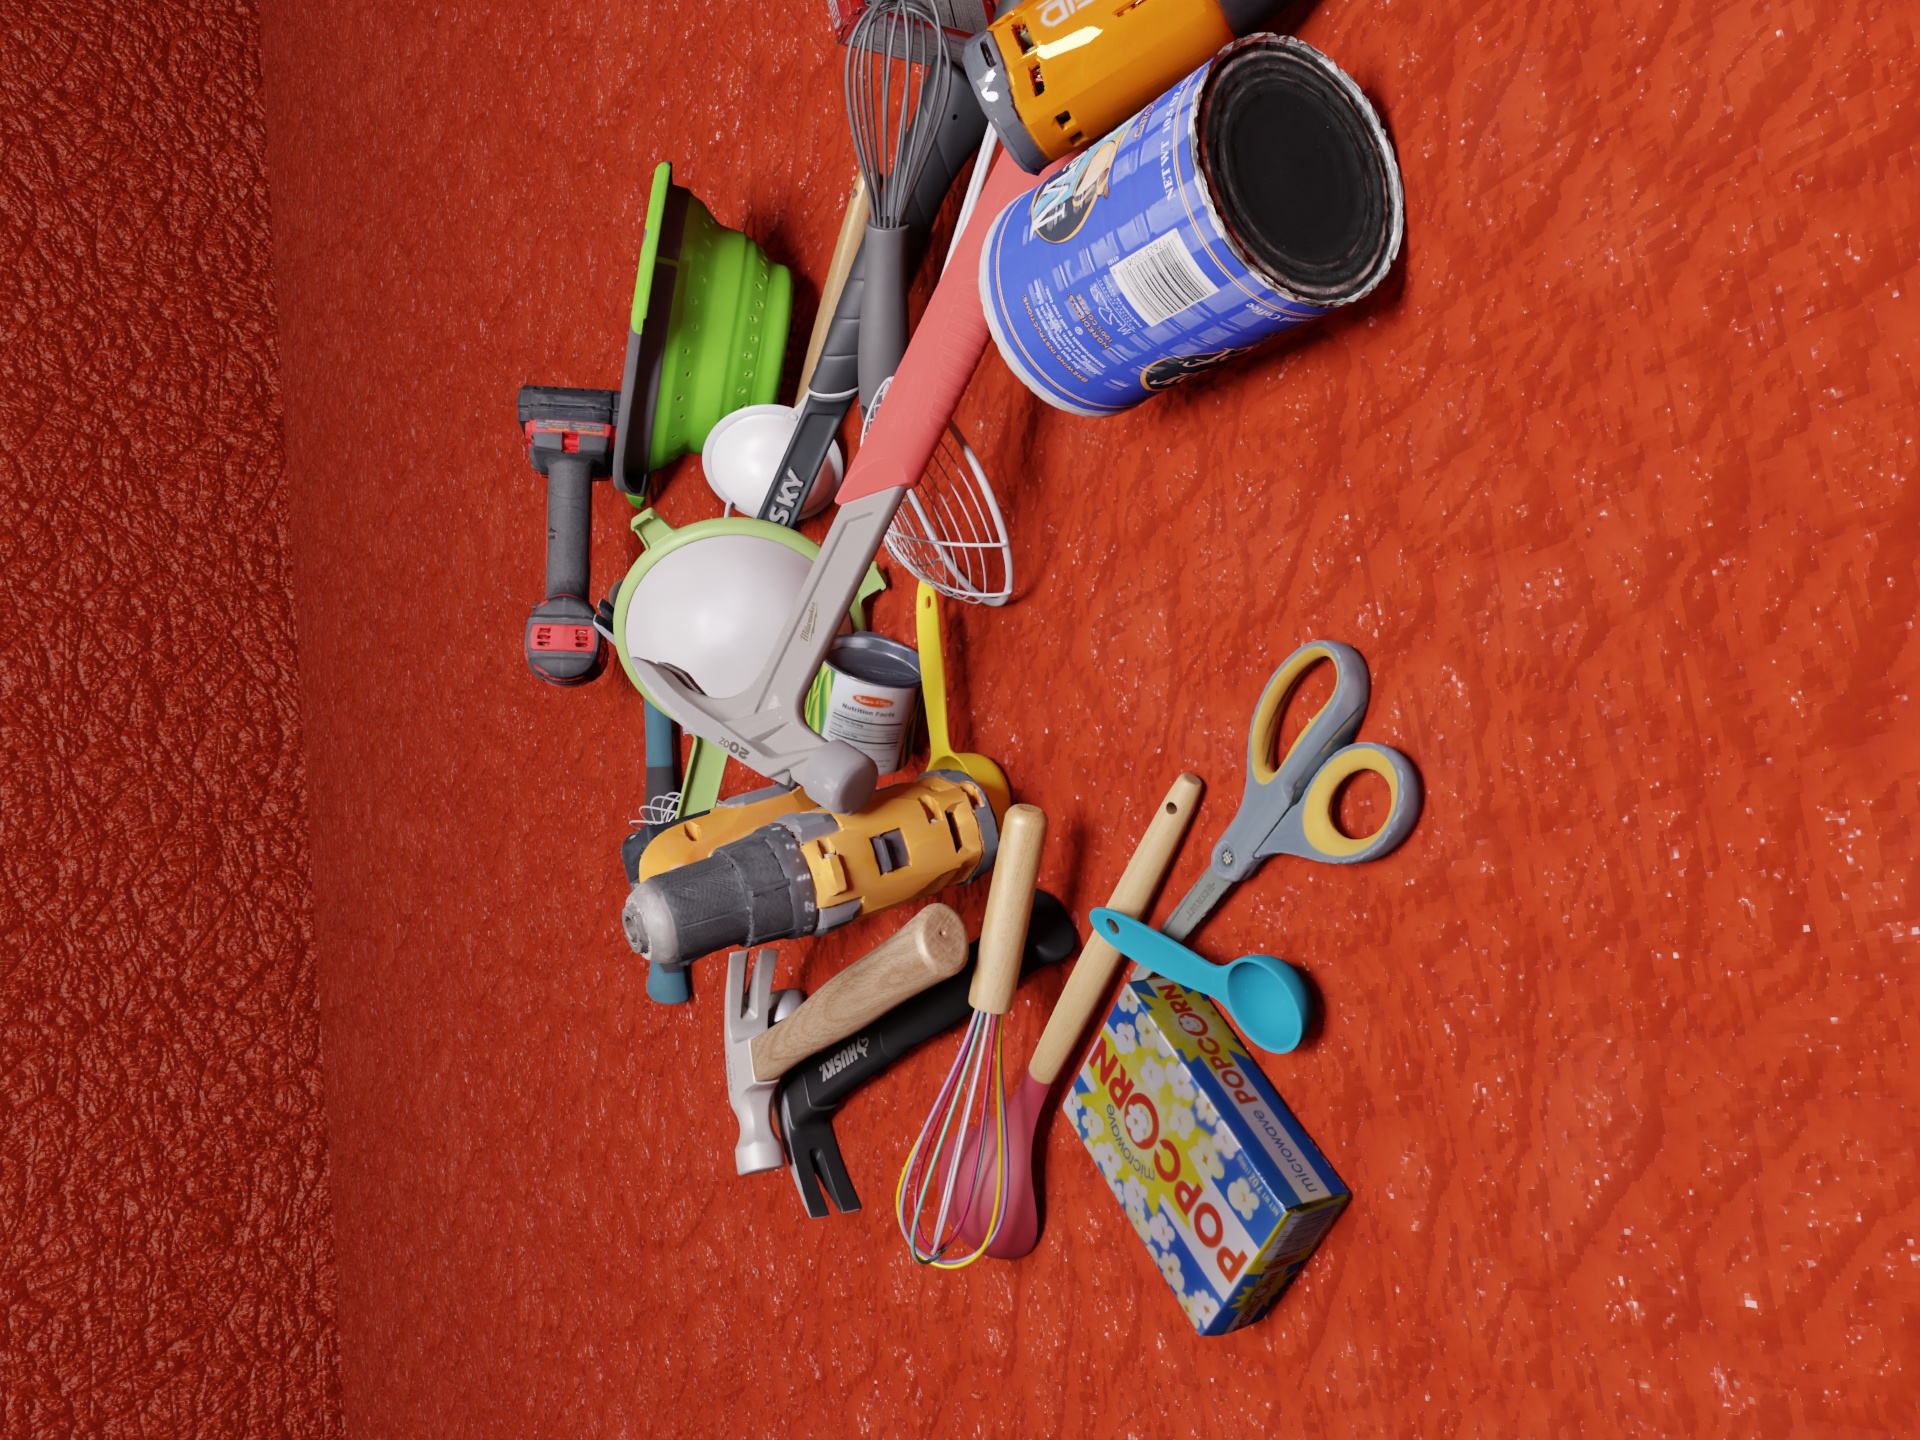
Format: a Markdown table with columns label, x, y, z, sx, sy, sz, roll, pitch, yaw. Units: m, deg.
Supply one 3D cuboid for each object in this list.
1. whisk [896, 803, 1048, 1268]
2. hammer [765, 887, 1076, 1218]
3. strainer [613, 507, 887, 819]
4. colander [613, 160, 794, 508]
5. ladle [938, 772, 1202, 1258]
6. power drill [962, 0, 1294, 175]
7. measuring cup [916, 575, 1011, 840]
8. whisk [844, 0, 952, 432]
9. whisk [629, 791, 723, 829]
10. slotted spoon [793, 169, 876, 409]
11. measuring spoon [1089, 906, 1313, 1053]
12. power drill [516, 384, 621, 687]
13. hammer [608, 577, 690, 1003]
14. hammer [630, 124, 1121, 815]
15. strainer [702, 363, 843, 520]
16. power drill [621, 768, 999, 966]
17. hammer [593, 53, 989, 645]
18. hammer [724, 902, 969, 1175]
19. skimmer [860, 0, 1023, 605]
| label | x | y | z | sx | sy | sz | roll | pitch | yaw |
| --- | --- | --- | --- | --- | --- | --- | --- | --- | --- |
| whisk | 0.006 | 0.158 | 0.772 | 0.047 | 0.051 | 0.245 | 24 | 109 | 46 |
| hammer | -0.031 | 0.178 | 0.902 | 0.334 | 0.035 | 0.146 | -44 | 54 | 50 |
| strainer | -0.146 | 0.006 | 0.956 | 0.069 | 0.151 | 0.256 | -96 | 21 | -59 |
| colander | -0.176 | -0.221 | 1.083 | 0.397 | 0.094 | 0.205 | 135 | 142 | -72 |
| ladle | 0.051 | 0.154 | 0.775 | 0.069 | 0.031 | 0.315 | 39 | 123 | 28 |
| power drill | 0.060 | -0.356 | 0.665 | 0.164 | 0.084 | 0.227 | -25 | 65 | 19 |
| measuring cup | -0.001 | -0.003 | 0.855 | 0.062 | 0.029 | 0.157 | -26 | 67 | 56 |
| whisk | -0.035 | -0.252 | 0.816 | 0.055 | 0.055 | 0.238 | 51 | 146 | 45 |
| whisk | -0.138 | 0.076 | 1.057 | 0.285 | 0.070 | 0.070 | -5 | 87 | 53 |
| slotted spoon | -0.099 | -0.191 | 1.004 | 0.070 | 0.031 | 0.313 | 44 | 126 | 40 |
| measuring spoon | 0.104 | 0.102 | 0.683 | 0.129 | 0.021 | 0.042 | 22 | 127 | 50 |
| power drill | -0.298 | -0.134 | 1.218 | 0.143 | 0.078 | 0.220 | 156 | 115 | -78 |
| hammer | -0.229 | 0.049 | 1.217 | 0.128 | 0.033 | 0.331 | -5 | 87 | 59 |
| hammer | -0.030 | -0.143 | 0.746 | 0.149 | 0.036 | 0.359 | 32 | 101 | 30 |
| strainer | -0.082 | -0.199 | 0.939 | 0.258 | 0.086 | 0.050 | -55 | 23 | 29 |
| power drill | -0.108 | 0.083 | 0.830 | 0.226 | 0.185 | 0.084 | -14 | 92 | 61 |
| hammer | -0.084 | -0.176 | 0.908 | 0.036 | 0.149 | 0.408 | -96 | 29 | -57 |
| hammer | -0.074 | 0.162 | 0.885 | 0.331 | 0.031 | 0.130 | -44 | 53 | 56 |
| skimmer | 0.028 | -0.240 | 0.795 | 0.127 | 0.090 | 0.363 | 36 | 111 | 61 |
